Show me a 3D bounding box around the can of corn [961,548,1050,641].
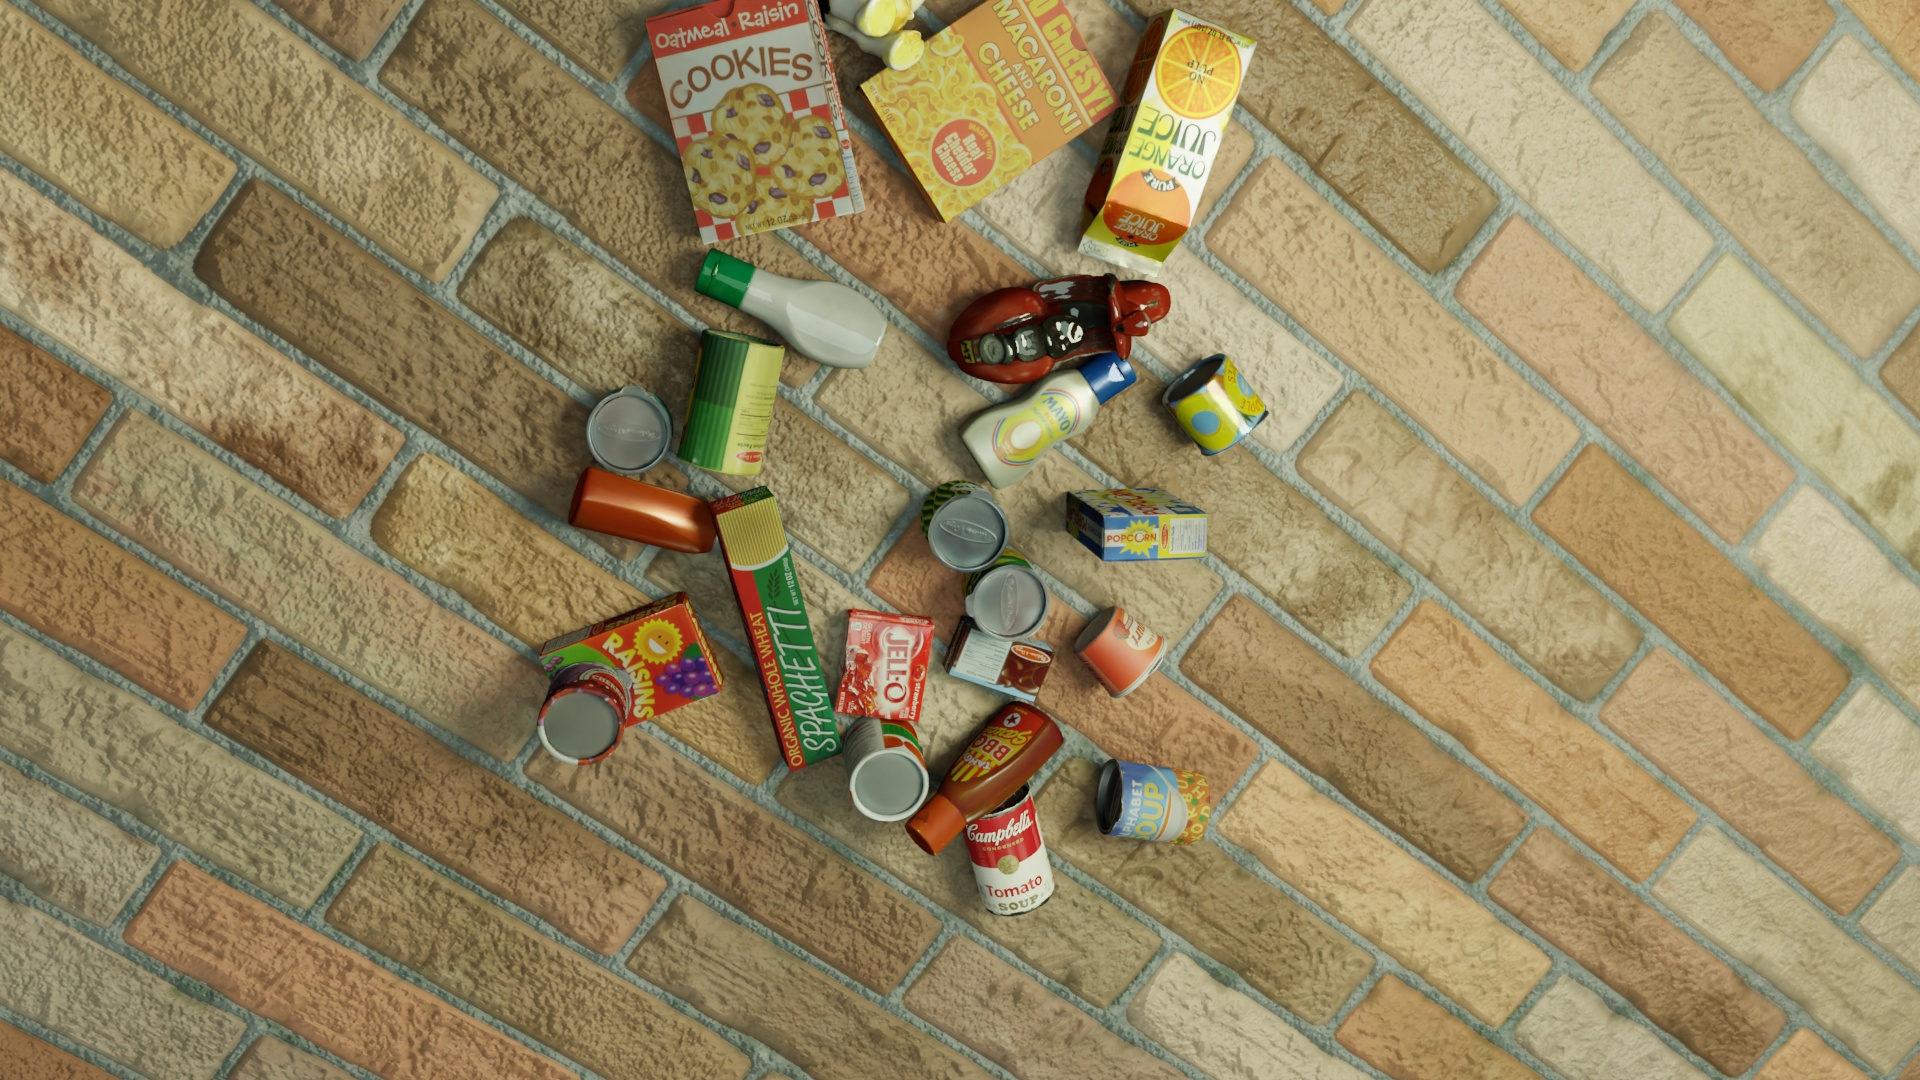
[{"bbox_3d":[0.034,0.045,1.161,0.071,0.058,0.071,-2,104,-8],"label":"can of corn"}]

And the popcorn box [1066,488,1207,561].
[{"bbox_3d":[0.141,-0.014,1.129,0.085,0.127,0.038,-3,101,-8],"label":"popcorn box"}]

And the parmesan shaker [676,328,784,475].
[{"bbox_3d":[-0.179,-0.109,1.089,0.071,0.071,0.103,11,101,-11],"label":"parmesan shaker"}]

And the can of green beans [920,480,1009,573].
[{"bbox_3d":[0.003,-0.012,1.143,0.071,0.058,0.071,-2,104,-8],"label":"can of green beans"}]

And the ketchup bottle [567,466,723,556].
[{"bbox_3d":[-0.232,-0.016,1.105,0.149,0.064,0.044,16,65,-20],"label":"ketchup bottle"}]

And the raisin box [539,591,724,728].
[{"bbox_3d":[-0.268,0.104,1.138,0.123,0.040,0.086,-21,105,-2],"label":"raisin box"}]

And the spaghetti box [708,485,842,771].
[{"bbox_3d":[-0.147,0.077,1.130,0.050,0.029,0.249,-19,117,-16],"label":"spaghetti box"}]

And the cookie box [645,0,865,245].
[{"bbox_3d":[-0.151,-0.316,1.036,0.123,0.040,0.167,-9,106,12],"label":"cookie box"}]

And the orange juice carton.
[{"bbox_3d":[0.156,-0.308,1.088,0.072,0.073,0.192,17,101,-13],"label":"orange juice carton"}]

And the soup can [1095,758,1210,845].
[{"bbox_3d":[0.169,0.232,1.221,0.084,0.071,0.071,10,102,-11],"label":"soup can"}]

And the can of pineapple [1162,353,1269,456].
[{"bbox_3d":[0.211,-0.113,1.146,0.071,0.071,0.058,-41,106,2],"label":"can of pineapple"}]

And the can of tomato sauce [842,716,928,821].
[{"bbox_3d":[-0.062,0.190,1.168,0.071,0.083,0.071,-2,104,-8],"label":"can of tomato sauce"}]

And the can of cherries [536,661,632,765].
[{"bbox_3d":[-0.293,0.134,1.089,0.071,0.058,0.071,-2,104,-7],"label":"can of cherries"}]

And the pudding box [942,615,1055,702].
[{"bbox_3d":[0.032,0.102,1.190,0.084,0.030,0.049,19,99,-13],"label":"pudding box"}]

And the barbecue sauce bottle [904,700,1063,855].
[{"bbox_3d":[0.017,0.201,1.167,0.149,0.065,0.043,-42,123,-23],"label":"barbecue sauce bottle"}]

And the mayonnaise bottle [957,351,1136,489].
[{"bbox_3d":[0.074,-0.106,1.140,0.148,0.041,0.064,-34,105,1],"label":"mayonnaise bottle"}]

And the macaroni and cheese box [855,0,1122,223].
[{"bbox_3d":[0.023,-0.343,1.075,0.166,0.040,0.123,-34,107,0],"label":"macaroni and cheese box"}]

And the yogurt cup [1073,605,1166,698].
[{"bbox_3d":[0.134,0.093,1.187,0.054,0.072,0.072,42,94,-8],"label":"yogurt cup"}]

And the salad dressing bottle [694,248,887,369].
[{"bbox_3d":[-0.133,-0.183,1.088,0.148,0.044,0.064,22,86,-12],"label":"salad dressing bottle"}]

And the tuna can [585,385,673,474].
[{"bbox_3d":[-0.260,-0.090,1.095,0.071,0.033,0.071,-2,104,-9],"label":"tuna can"}]
